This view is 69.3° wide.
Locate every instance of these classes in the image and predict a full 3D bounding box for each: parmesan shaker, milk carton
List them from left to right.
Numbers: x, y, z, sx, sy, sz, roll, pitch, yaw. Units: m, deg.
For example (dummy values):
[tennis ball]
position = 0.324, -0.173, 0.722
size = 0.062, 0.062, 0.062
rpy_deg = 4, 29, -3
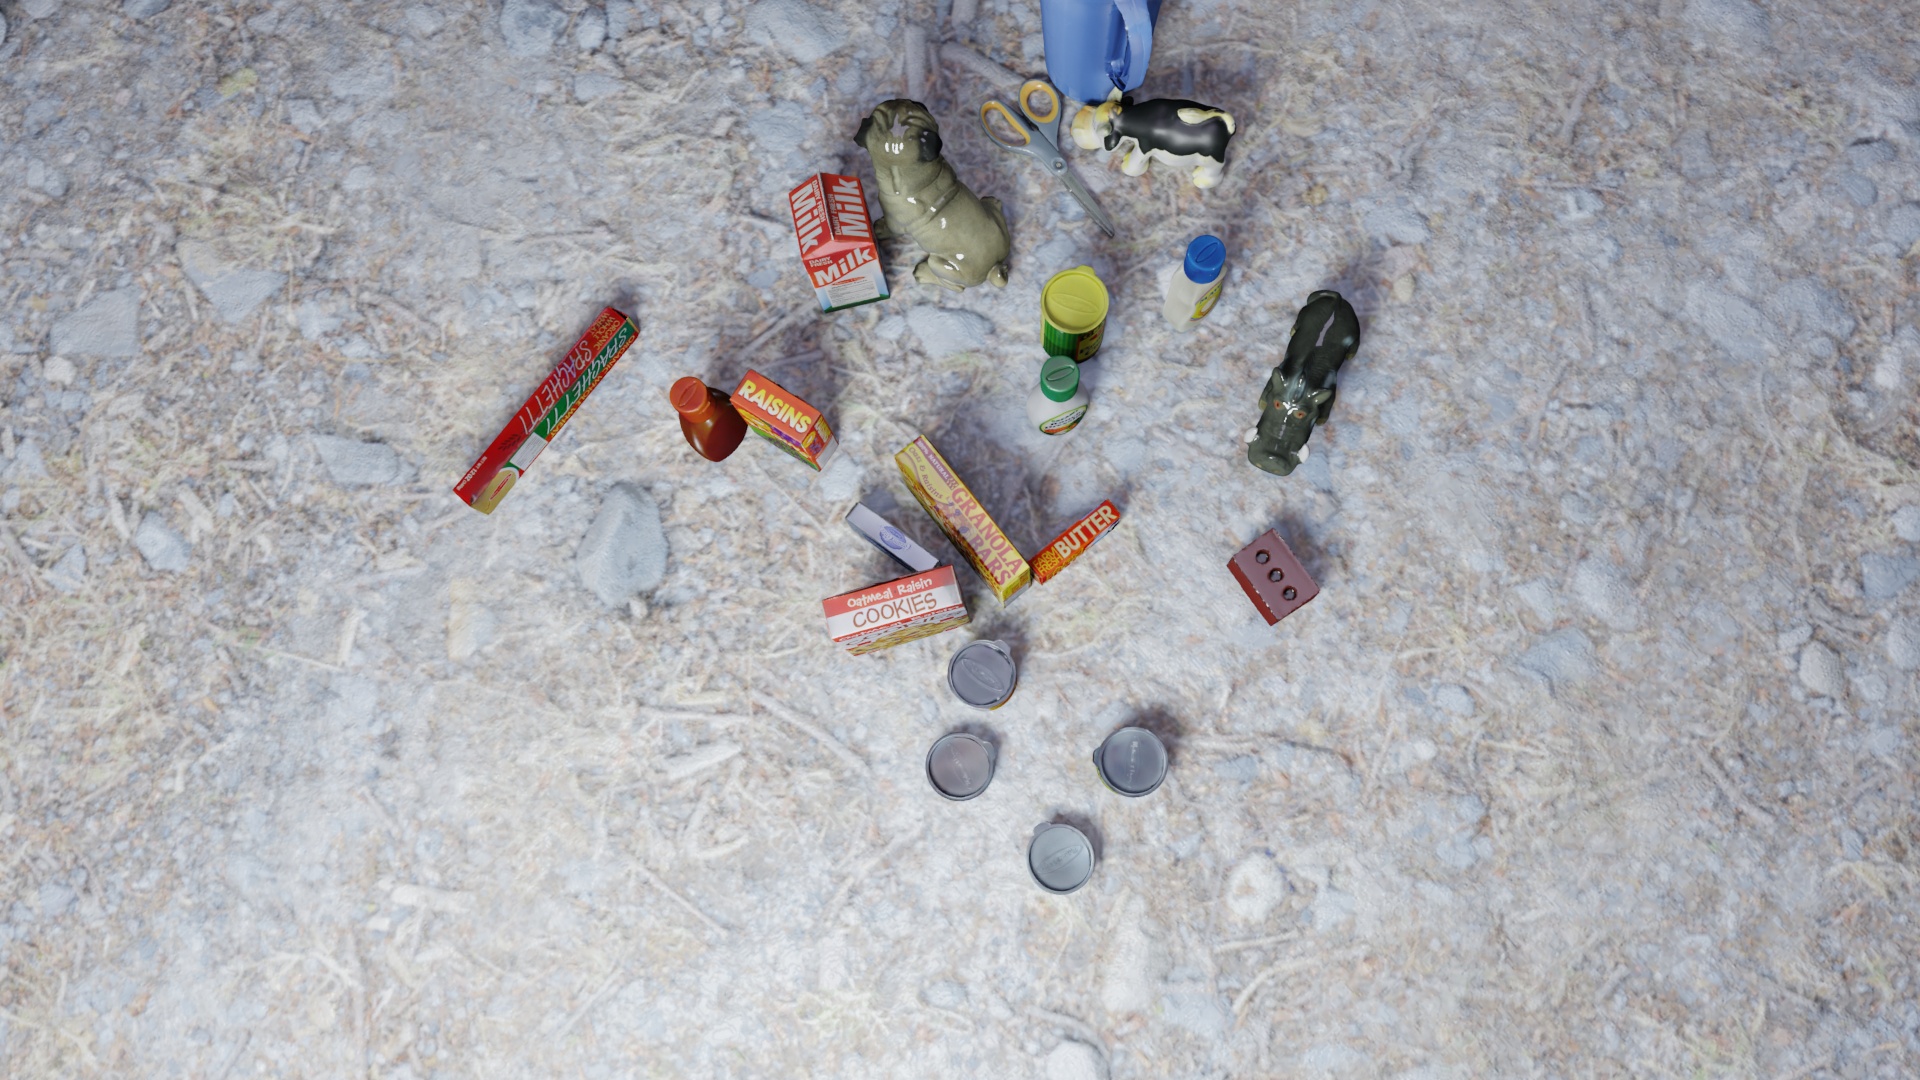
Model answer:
[milk carton]
position = -0.120, -0.296, 1.373
size = 0.073, 0.190, 0.072
rpy_deg = -13, 79, 1
[parmesan shaker]
position = 0.114, -0.225, 1.391
size = 0.071, 0.103, 0.071
rpy_deg = -1, 79, 3

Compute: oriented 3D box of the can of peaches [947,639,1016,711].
[can of peaches]
position = 0.024, 0.130, 1.349
size = 0.071, 0.058, 0.071
rpy_deg = -1, 79, 3

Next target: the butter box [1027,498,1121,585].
[butter box]
position = 0.112, 0.003, 1.372
size = 0.103, 0.053, 0.024
rpy_deg = -38, 80, -4

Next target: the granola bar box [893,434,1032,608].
[granola bar box]
position = 0.005, -0.017, 1.345
size = 0.039, 0.124, 0.166
rpy_deg = -38, 80, -4

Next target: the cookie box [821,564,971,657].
[cookie box]
position = -0.057, 0.067, 1.310
size = 0.123, 0.167, 0.040
rpy_deg = -16, 79, 0

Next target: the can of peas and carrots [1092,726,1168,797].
[can of peas and carrots]
position = 0.160, 0.212, 1.326
size = 0.071, 0.058, 0.071
rpy_deg = -1, 79, 3

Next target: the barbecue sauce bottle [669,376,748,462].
[barbecue sauce bottle]
position = -0.249, -0.123, 1.367
size = 0.044, 0.148, 0.065
rpy_deg = 33, 83, 8

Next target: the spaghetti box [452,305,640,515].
[spaghetti box]
position = -0.423, -0.134, 1.428
size = 0.029, 0.050, 0.250
rpy_deg = 37, 83, 9

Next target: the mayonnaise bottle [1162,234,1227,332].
[mayonnaise bottle]
position = 0.234, -0.255, 1.368
size = 0.065, 0.148, 0.041
rpy_deg = -42, 80, -5

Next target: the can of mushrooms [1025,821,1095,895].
[can of mushrooms]
position = 0.094, 0.301, 1.325
size = 0.071, 0.033, 0.071
rpy_deg = -1, 79, 3

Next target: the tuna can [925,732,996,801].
[tuna can]
position = 0.002, 0.218, 1.346
size = 0.071, 0.032, 0.071
rpy_deg = -1, 79, 3

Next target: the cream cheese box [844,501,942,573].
[cream cheese box]
position = -0.065, 0.003, 1.381
size = 0.104, 0.053, 0.024
rpy_deg = 36, 83, 9

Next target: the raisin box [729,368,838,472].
[raisin box]
position = -0.172, -0.117, 1.375
size = 0.086, 0.123, 0.040
rpy_deg = 32, 83, 8

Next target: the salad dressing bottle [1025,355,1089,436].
[salad dressing bottle]
position = 0.095, -0.141, 1.353
size = 0.064, 0.147, 0.044
rpy_deg = -22, 79, -1
